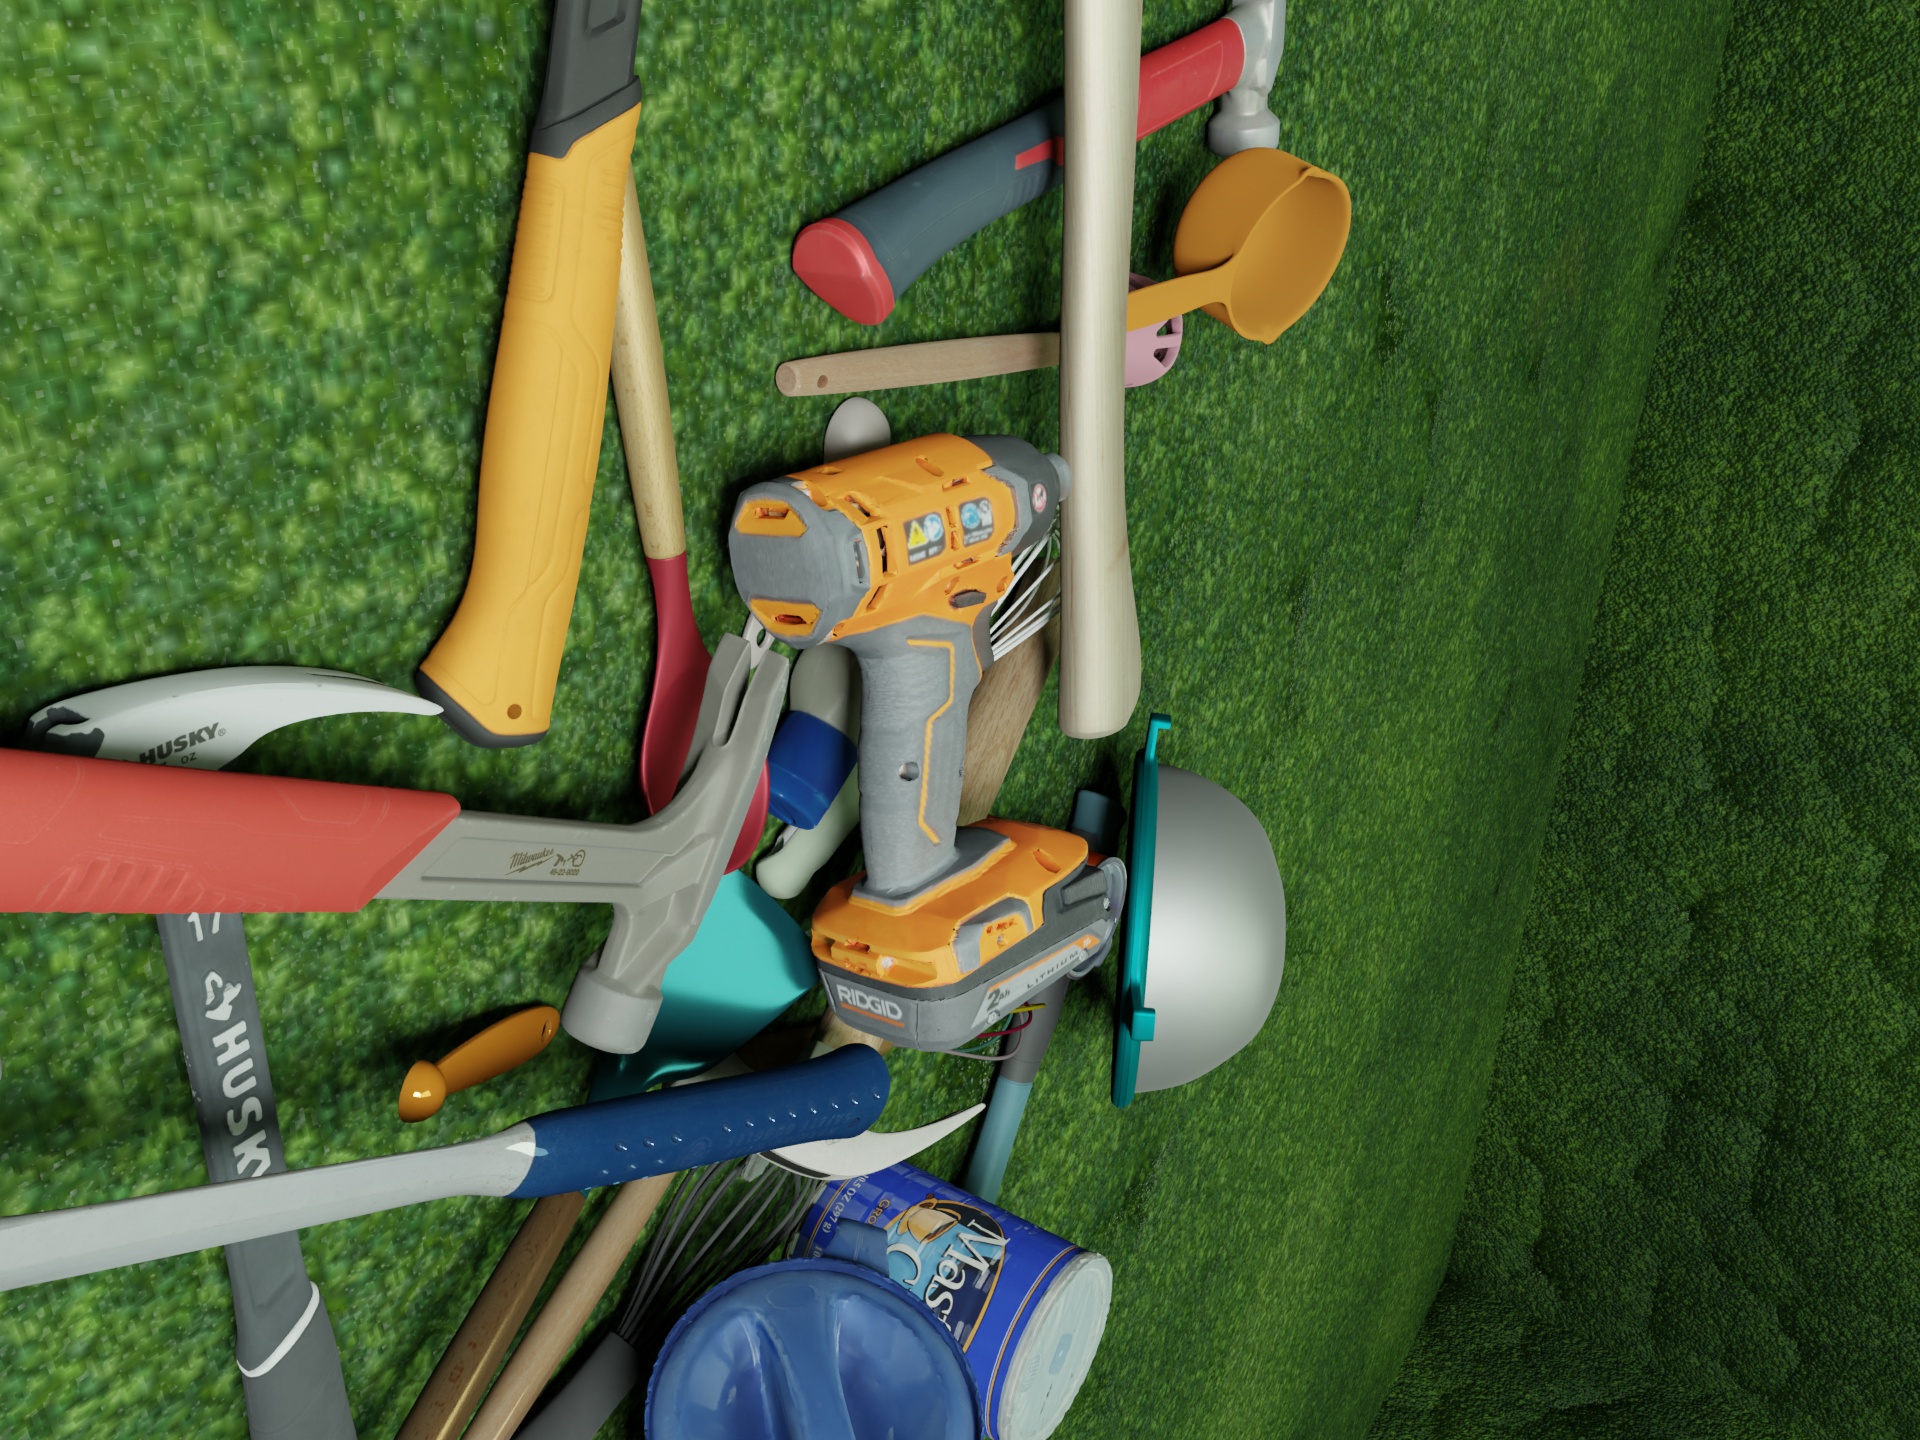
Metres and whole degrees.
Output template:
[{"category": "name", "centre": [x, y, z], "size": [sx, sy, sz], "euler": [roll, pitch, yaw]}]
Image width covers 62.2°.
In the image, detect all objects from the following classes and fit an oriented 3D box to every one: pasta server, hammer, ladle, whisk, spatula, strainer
[{"category": "pasta server", "centre": [0.022, -0.170, 0.731], "size": [0.316, 0.040, 0.060], "euler": [-22, 125, -50]}, {"category": "hammer", "centre": [-0.008, 0.057, 0.748], "size": [0.031, 0.130, 0.331], "euler": [-36, -155, 58]}, {"category": "ladle", "centre": [-0.106, -0.082, 0.552], "size": [0.069, 0.031, 0.315], "euler": [-45, 140, -48]}, {"category": "whisk", "centre": [-0.016, -0.015, 0.735], "size": [0.059, 0.058, 0.246], "euler": [44, 64, -13]}, {"category": "whisk", "centre": [-0.143, 0.263, 0.668], "size": [0.239, 0.055, 0.055], "euler": [-48, 144, -29]}, {"category": "hammer", "centre": [0.052, -0.180, 0.675], "size": [0.146, 0.038, 0.410], "euler": [-31, 128, -47]}, {"category": "hammer", "centre": [0.053, -0.279, 0.709], "size": [0.386, 0.038, 0.143], "euler": [-43, 139, -42]}, {"category": "hammer", "centre": [-0.108, -0.153, 0.473], "size": [0.127, 0.034, 0.336], "euler": [1, 108, -38]}, {"category": "hammer", "centre": [-0.169, 0.023, 0.408], "size": [0.358, 0.037, 0.149], "euler": [15, 96, -64]}, {"category": "spatula", "centre": [-0.149, 0.191, 0.571], "size": [0.082, 0.044, 0.318], "euler": [49, 48, -27]}, {"category": "hammer", "centre": [0.038, 0.203, 0.961], "size": [0.128, 0.033, 0.331], "euler": [16, 91, -63]}, {"category": "whisk", "centre": [-0.027, 0.156, 0.811], "size": [0.244, 0.047, 0.051], "euler": [5, 102, -58]}, {"category": "strainer", "centre": [0.145, 0.155, 0.992], "size": [0.340, 0.095, 0.211], "euler": [82, 13, -60]}, {"category": "hammer", "centre": [-0.148, 0.138, 0.481], "size": [0.144, 0.035, 0.405], "euler": [-57, 152, 12]}, {"category": "spatula", "centre": [-0.169, 0.252, 0.592], "size": [0.059, 0.018, 0.316], "euler": [88, 25, -43]}, {"category": "hammer", "centre": [-0.213, 0.171, 0.499], "size": [0.149, 0.036, 0.408], "euler": [-34, 134, -50]}]

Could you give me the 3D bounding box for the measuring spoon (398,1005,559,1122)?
[{"category": "measuring spoon", "centre": [-0.159, 0.116, 0.545], "size": [0.117, 0.011, 0.021], "euler": [-6, 107, -81]}]

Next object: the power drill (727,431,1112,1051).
[{"category": "power drill", "centre": [-0.001, -0.002, 0.643], "size": [0.164, 0.084, 0.226], "euler": [-26, 115, -43]}]

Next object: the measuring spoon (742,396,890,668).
[{"category": "measuring spoon", "centre": [-0.058, -0.075, 0.648], "size": [0.124, 0.018, 0.034], "euler": [-66, 151, -10]}]

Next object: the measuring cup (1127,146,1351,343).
[{"category": "measuring cup", "centre": [0.116, -0.228, 0.784], "size": [0.173, 0.052, 0.095], "euler": [-25, 142, -29]}]
